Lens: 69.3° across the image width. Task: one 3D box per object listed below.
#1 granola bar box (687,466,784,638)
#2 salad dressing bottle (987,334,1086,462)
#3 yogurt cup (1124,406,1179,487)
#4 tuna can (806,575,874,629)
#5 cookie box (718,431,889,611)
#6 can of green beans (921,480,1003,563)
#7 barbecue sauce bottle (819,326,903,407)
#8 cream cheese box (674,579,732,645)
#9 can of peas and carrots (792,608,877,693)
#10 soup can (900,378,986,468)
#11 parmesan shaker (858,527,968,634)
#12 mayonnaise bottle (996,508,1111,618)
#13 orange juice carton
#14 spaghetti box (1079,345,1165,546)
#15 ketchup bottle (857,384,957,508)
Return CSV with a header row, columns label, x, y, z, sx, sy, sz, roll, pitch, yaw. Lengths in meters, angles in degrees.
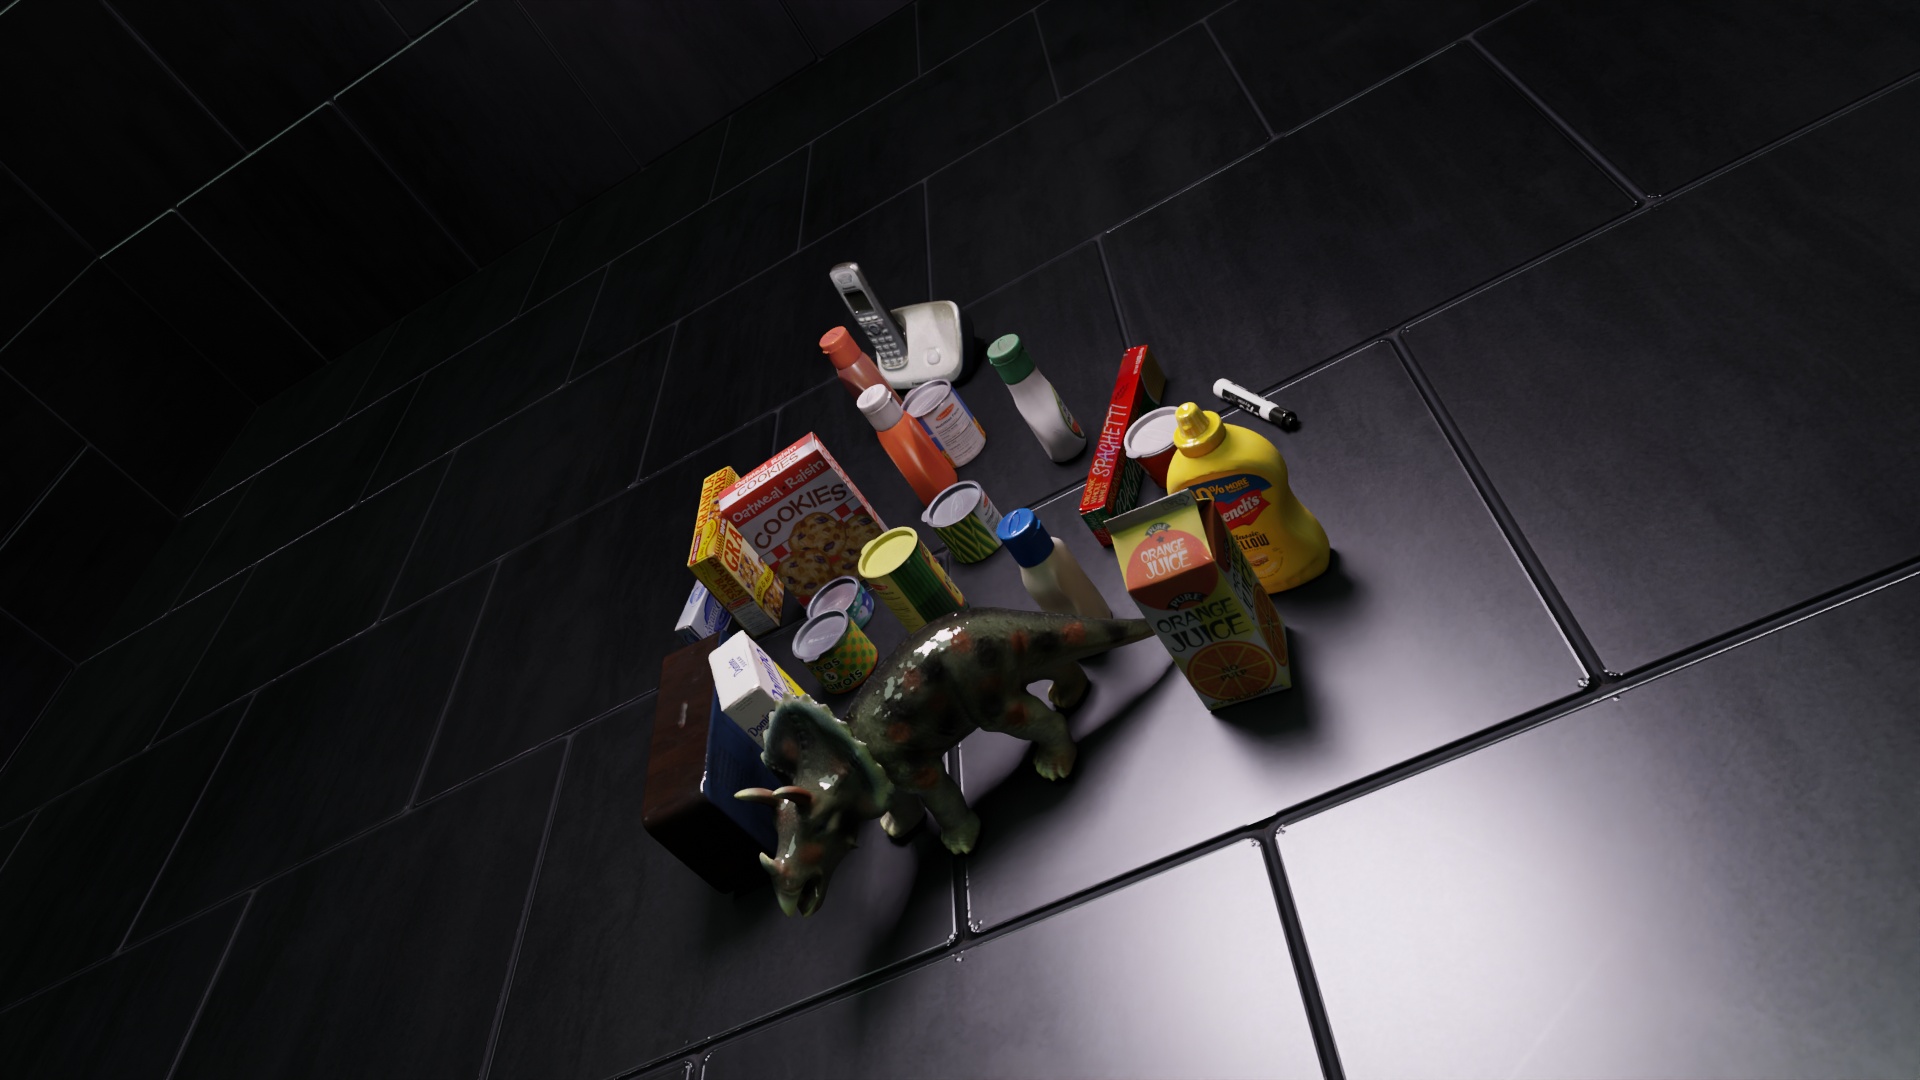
label,x,y,z,sx,sy,sz,roll,pitch,yaw
granola bar box,-0.248,0.012,1.569,0.039,0.124,0.166,-26,34,16
salad dressing bottle,0.079,-0.148,1.446,0.044,0.147,0.064,-29,33,11
yogurt cup,0.200,-0.088,1.344,0.072,0.053,0.073,-24,34,18
tuna can,-0.126,0.073,1.462,0.071,0.032,0.071,-24,34,18
cookie box,-0.160,-0.017,1.484,0.123,0.167,0.040,-33,32,6
can of green beans,0.007,-0.019,1.432,0.071,0.057,0.071,-24,34,18
barbecue sauce bottle,-0.115,-0.192,1.682,0.044,0.148,0.065,-47,34,-16
cream cheese box,-0.286,0.079,1.585,0.024,0.053,0.104,-17,37,28
can of peas and carrots,-0.125,0.113,1.388,0.071,0.058,0.071,-25,34,18
soup can,-0.020,-0.133,1.578,0.071,0.083,0.072,-25,34,18
parmesan shaker,-0.046,0.045,1.359,0.071,0.102,0.072,-25,34,18
mayonnaise bottle,0.082,0.035,1.210,0.041,0.147,0.065,-17,37,28
orange juice carton,0.184,0.039,1.069,0.071,0.192,0.073,-21,36,24
spaghetti box,0.165,-0.099,1.394,0.028,0.050,0.251,-14,39,32
ketchup bottle,-0.058,-0.105,1.518,0.043,0.148,0.065,-22,35,22
